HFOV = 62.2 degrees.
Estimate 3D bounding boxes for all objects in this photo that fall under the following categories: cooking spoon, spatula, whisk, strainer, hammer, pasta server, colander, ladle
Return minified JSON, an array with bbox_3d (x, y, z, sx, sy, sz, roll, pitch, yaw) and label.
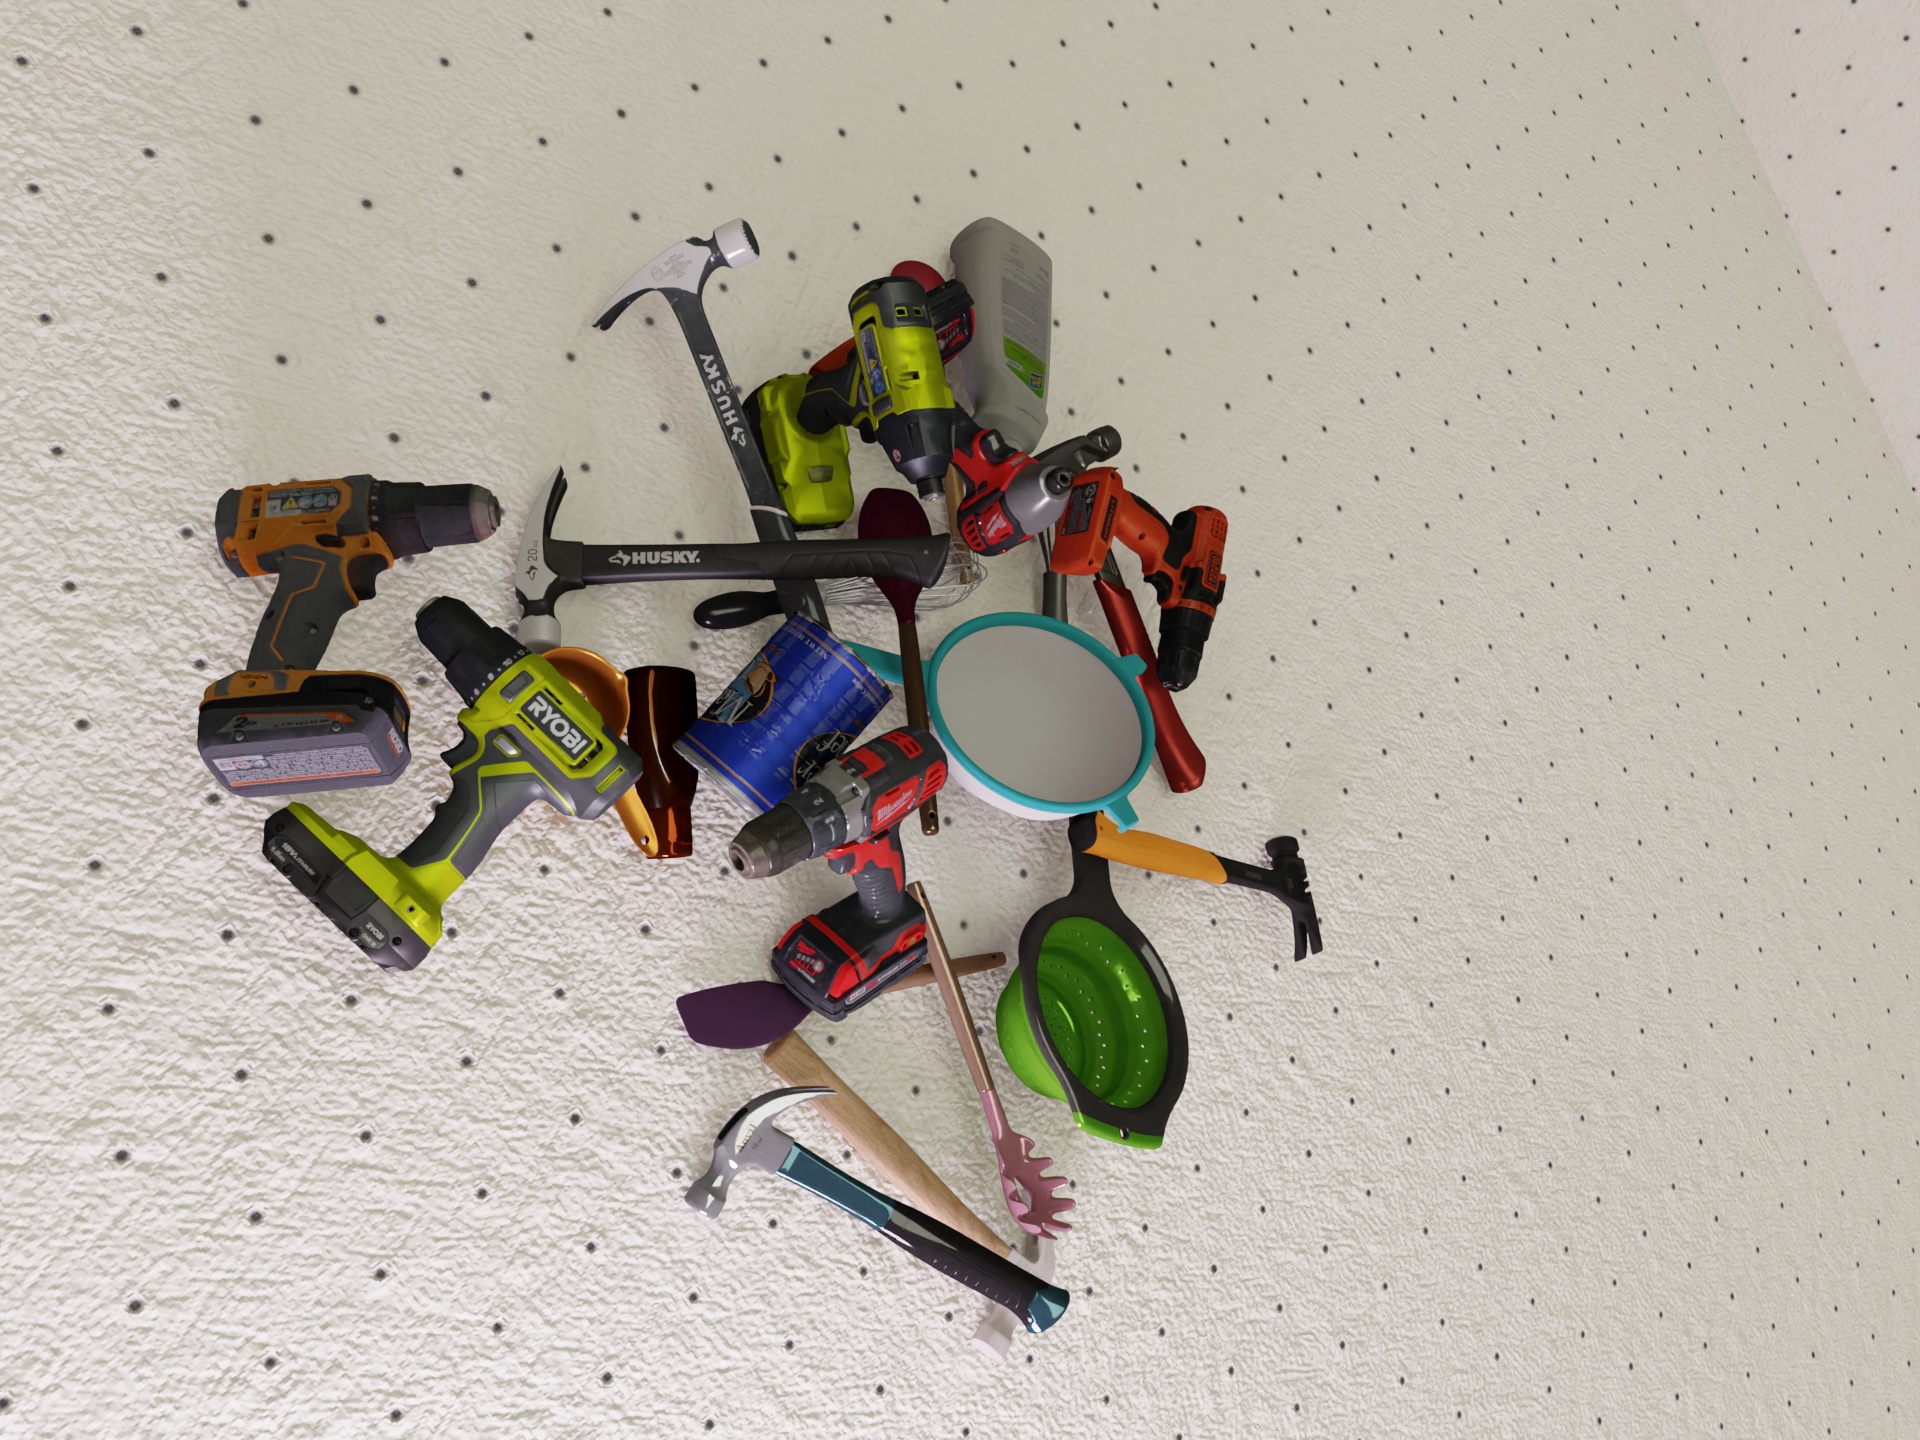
[{"bbox_3d":[-0.042,-0.056,1.331,0.068,0.017,0.319,2,67,-22],"label":"cooking spoon"},{"bbox_3d":[-0.087,0.224,1.318,0.315,0.018,0.060,-5,51,-37],"label":"spatula"},{"bbox_3d":[-0.098,-0.112,1.370,0.284,0.070,0.070,-14,88,-32],"label":"whisk"},{"bbox_3d":[-0.002,-0.004,1.398,0.340,0.095,0.211,16,51,-9],"label":"strainer"},{"bbox_3d":[-0.168,-0.187,1.289,0.036,0.149,0.409,-29,99,-79],"label":"hammer"},{"bbox_3d":[0.018,0.284,1.339,0.060,0.040,0.316,-14,82,-51],"label":"pasta server"},{"bbox_3d":[0.095,0.194,1.425,0.204,0.094,0.398,25,48,-36],"label":"colander"},{"bbox_3d":[0.151,-0.090,1.509,0.149,0.037,0.359,-33,109,-34],"label":"hammer"},{"bbox_3d":[-0.173,-0.129,1.238,0.334,0.035,0.146,-2,72,-5],"label":"hammer"},{"bbox_3d":[-0.017,-0.282,1.482,0.069,0.031,0.315,-5,84,-35],"label":"ladle"},{"bbox_3d":[-0.050,0.401,1.266,0.330,0.033,0.128,35,76,-17],"label":"hammer"},{"bbox_3d":[0.225,0.143,1.499,0.336,0.034,0.127,18,53,-41],"label":"hammer"},{"bbox_3d":[0.093,-0.138,1.514,0.055,0.055,0.239,7,80,-33],"label":"whisk"},{"bbox_3d":[-0.039,0.374,1.314,0.331,0.031,0.130,48,58,-16],"label":"hammer"}]

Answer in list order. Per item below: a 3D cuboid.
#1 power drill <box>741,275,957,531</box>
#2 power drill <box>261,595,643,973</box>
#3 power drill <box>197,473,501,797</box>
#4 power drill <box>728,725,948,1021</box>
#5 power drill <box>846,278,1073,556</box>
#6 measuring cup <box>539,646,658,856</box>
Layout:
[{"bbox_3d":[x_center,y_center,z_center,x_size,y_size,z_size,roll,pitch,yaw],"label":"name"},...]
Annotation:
[{"bbox_3d":[-0.087,-0.239,1.299,0.080,0.223,0.171,-10,86,-36],"label":"power drill"},{"bbox_3d":[-0.362,0.041,1.101,0.190,0.080,0.228,45,70,-3],"label":"power drill"},{"bbox_3d":[-0.405,-0.069,1.061,0.185,0.084,0.226,-5,59,-4],"label":"power drill"},{"bbox_3d":[-0.096,0.125,1.220,0.188,0.080,0.226,-29,141,-36],"label":"power drill"},{"bbox_3d":[0.009,-0.252,1.353,0.078,0.143,0.219,-36,97,-29],"label":"power drill"},{"bbox_3d":[-0.283,0.029,1.211,0.095,0.052,0.173,-32,100,-35],"label":"measuring cup"}]
